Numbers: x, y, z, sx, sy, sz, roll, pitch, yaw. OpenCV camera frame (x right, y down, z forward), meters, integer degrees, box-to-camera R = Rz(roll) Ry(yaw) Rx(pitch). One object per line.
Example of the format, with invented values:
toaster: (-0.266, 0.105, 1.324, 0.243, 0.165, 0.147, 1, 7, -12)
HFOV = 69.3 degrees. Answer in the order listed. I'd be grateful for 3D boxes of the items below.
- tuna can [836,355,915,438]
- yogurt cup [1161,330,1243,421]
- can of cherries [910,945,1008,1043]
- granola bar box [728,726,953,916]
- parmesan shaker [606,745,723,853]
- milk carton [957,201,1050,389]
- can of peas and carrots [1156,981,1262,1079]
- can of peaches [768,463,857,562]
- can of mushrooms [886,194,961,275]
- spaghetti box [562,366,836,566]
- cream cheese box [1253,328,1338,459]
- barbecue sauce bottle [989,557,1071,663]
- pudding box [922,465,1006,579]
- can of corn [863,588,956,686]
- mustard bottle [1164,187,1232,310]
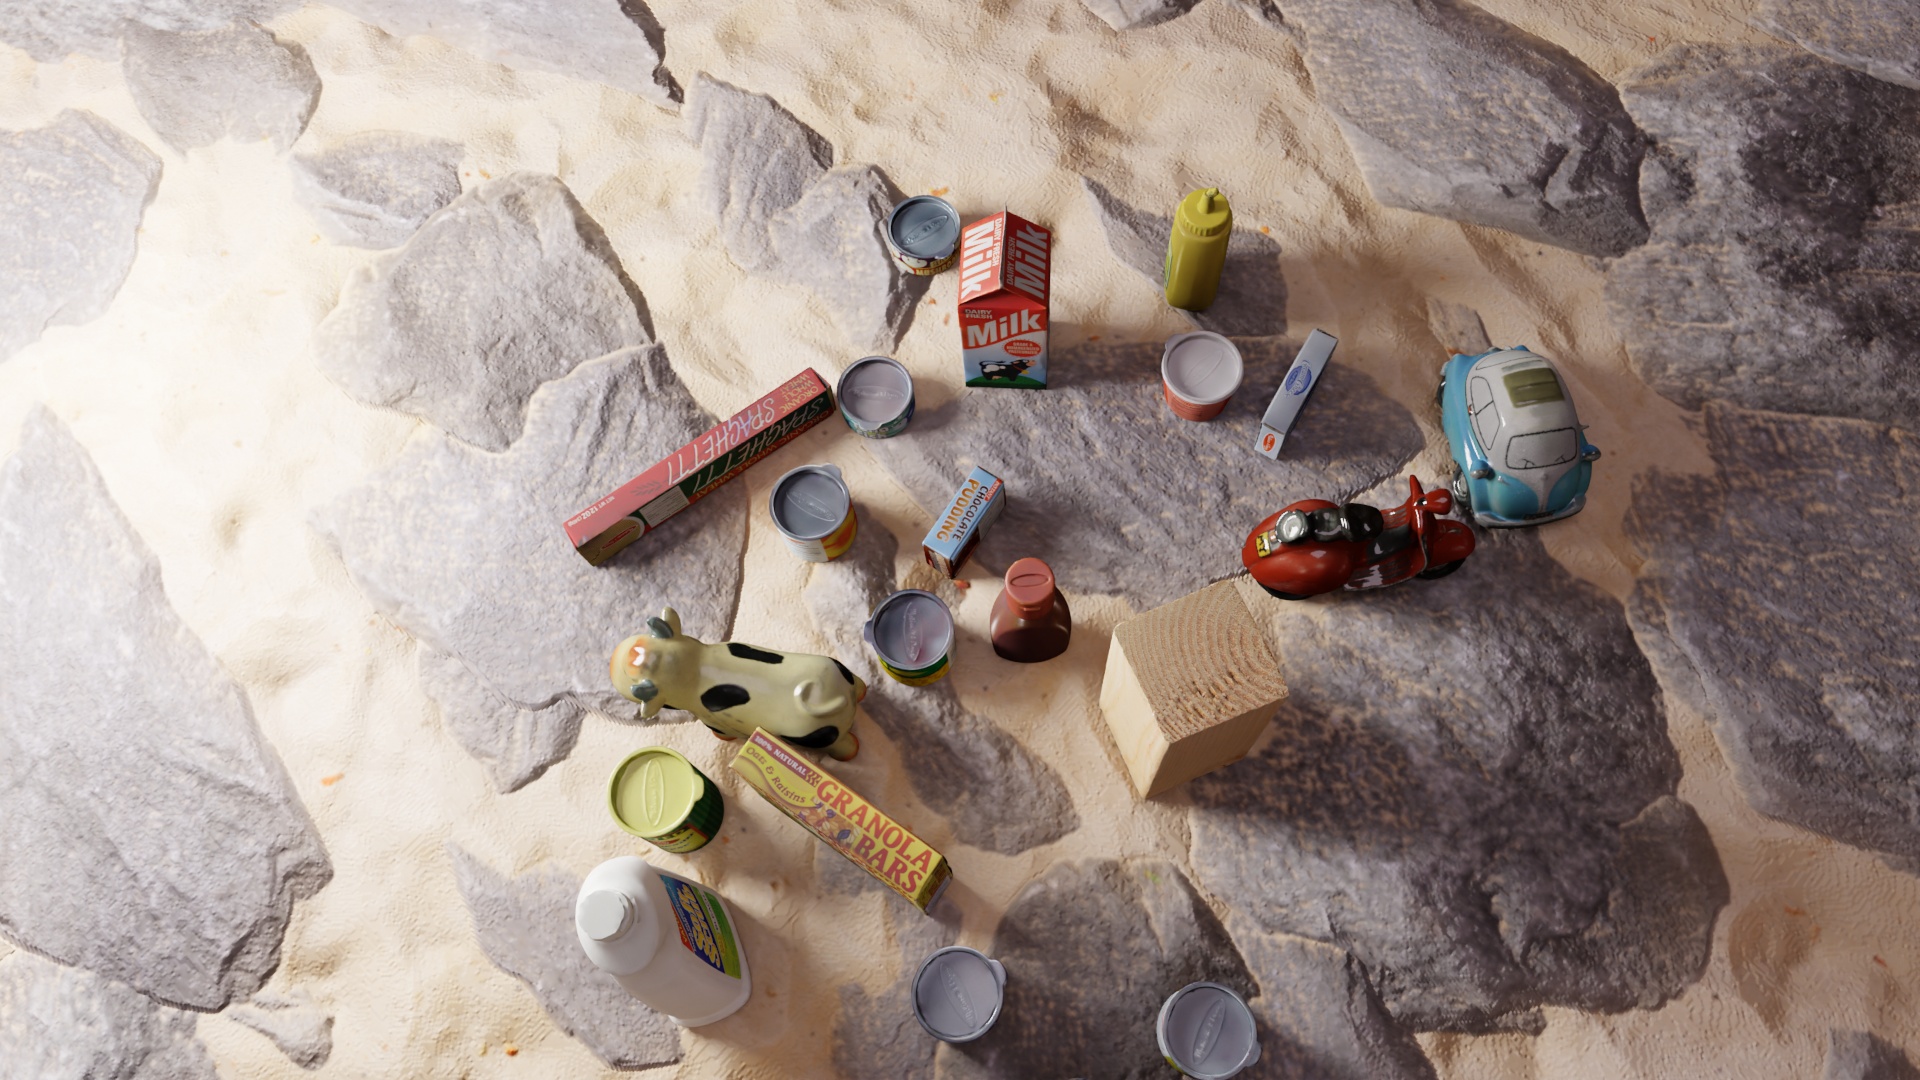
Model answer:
tuna can: (-0.073, -0.121, 1.199, 0.071, 0.032, 0.071, -1, 69, 2)
yogurt cup: (0.203, -0.136, 1.180, 0.072, 0.053, 0.072, -1, 69, 3)
can of cherries: (0.002, 0.330, 1.011, 0.071, 0.058, 0.072, -1, 70, 3)
granola bar box: (-0.084, 0.209, 1.027, 0.166, 0.123, 0.039, 32, 75, 14)
parmesan shaker: (-0.218, 0.198, 1.048, 0.071, 0.102, 0.071, -1, 70, 3)
milk carton: (0.037, -0.196, 1.138, 0.073, 0.190, 0.072, 2, 70, 4)
can of peas and carrots: (0.178, 0.352, 0.994, 0.071, 0.058, 0.071, -1, 70, 3)
can of peaches: (-0.119, -0.023, 1.151, 0.071, 0.058, 0.071, -1, 70, 3)
can of mushrooms: (-0.031, -0.273, 1.254, 0.071, 0.033, 0.071, -1, 69, 3)
spaghetti box: (-0.217, -0.063, 1.175, 0.250, 0.050, 0.029, -34, 72, -10)
cream cheese box: (0.282, -0.123, 1.172, 0.024, 0.053, 0.104, 28, 73, 12)
barbecue sauce bottle: (0.054, 0.055, 1.065, 0.065, 0.148, 0.044, -4, 70, 2)
pudding box: (0.004, -0.014, 1.146, 0.030, 0.049, 0.084, 31, 74, 13)
can of corn: (-0.039, 0.079, 1.109, 0.071, 0.058, 0.071, -1, 70, 3)
mustard bottle: (0.201, -0.254, 1.168, 0.049, 0.159, 0.065, 6, 70, 5)
